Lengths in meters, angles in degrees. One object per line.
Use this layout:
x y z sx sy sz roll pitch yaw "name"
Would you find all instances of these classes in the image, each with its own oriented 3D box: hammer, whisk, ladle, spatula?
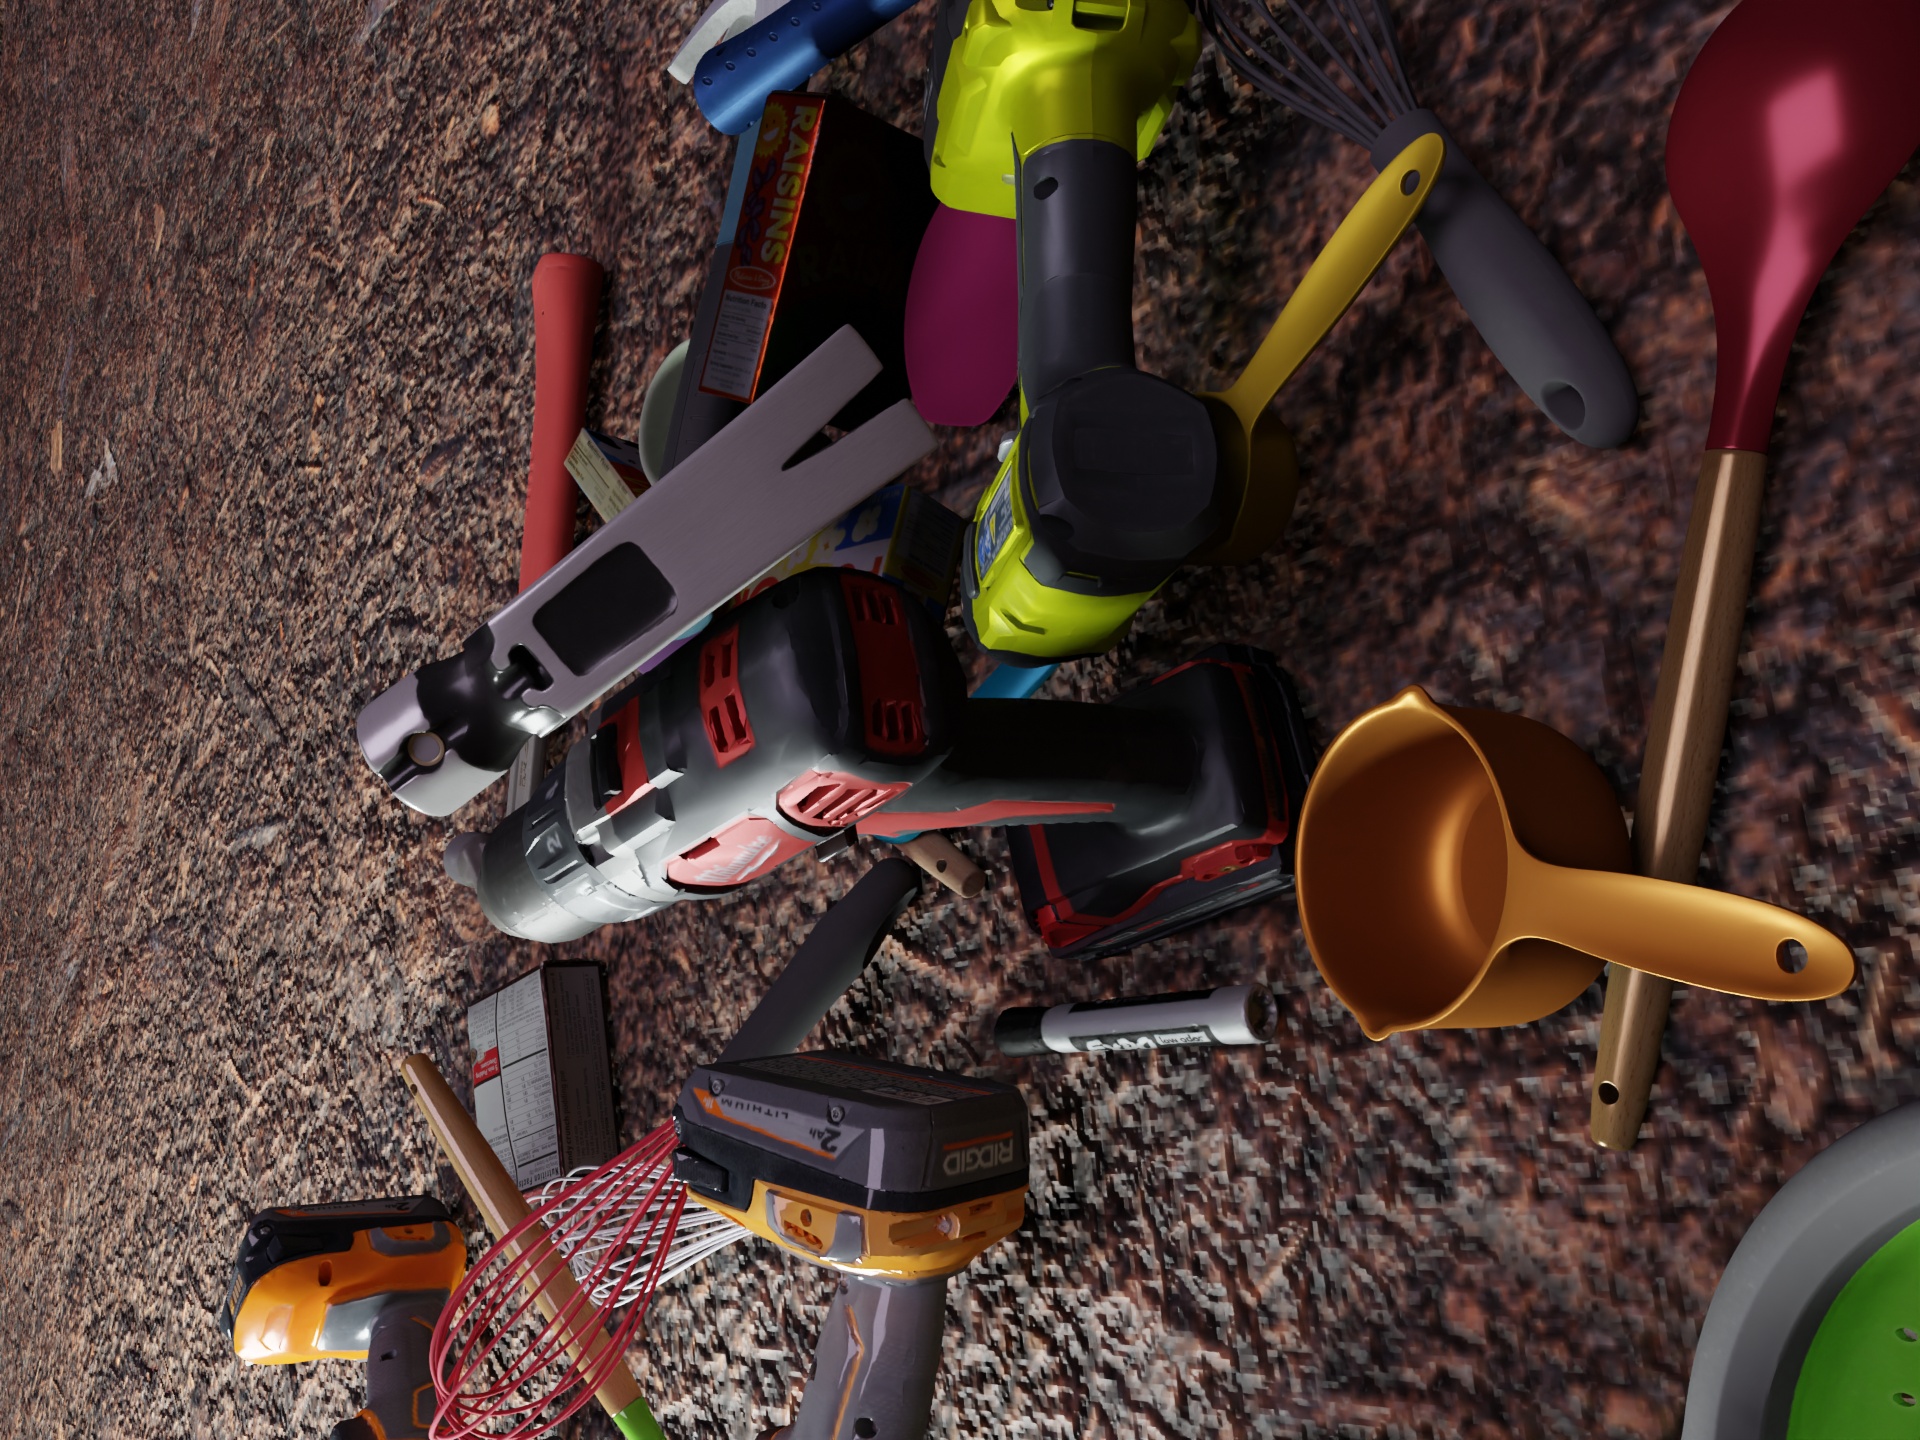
-0.225 -0.078 0.876 0.149 0.036 0.359 2 87 48 "hammer"
0.134 -0.173 0.485 0.055 0.055 0.239 -44 59 35 "whisk"
0.195 -0.043 0.411 0.069 0.031 0.315 13 96 50 "ladle"
-0.085 -0.003 0.722 0.316 0.018 0.060 36 103 45 "spatula"
-0.099 -0.197 0.710 0.128 0.033 0.331 4 79 39 "hammer"
-0.098 0.211 0.681 0.284 0.070 0.070 -23 68 39 "whisk"
-0.069 -0.068 0.508 0.146 0.335 0.035 -36 100 10 "hammer"
-0.114 0.173 0.639 0.296 0.073 0.073 -51 46 -2 "whisk"
0.046 -0.310 0.556 0.405 0.035 0.144 -12 57 42 "hammer"

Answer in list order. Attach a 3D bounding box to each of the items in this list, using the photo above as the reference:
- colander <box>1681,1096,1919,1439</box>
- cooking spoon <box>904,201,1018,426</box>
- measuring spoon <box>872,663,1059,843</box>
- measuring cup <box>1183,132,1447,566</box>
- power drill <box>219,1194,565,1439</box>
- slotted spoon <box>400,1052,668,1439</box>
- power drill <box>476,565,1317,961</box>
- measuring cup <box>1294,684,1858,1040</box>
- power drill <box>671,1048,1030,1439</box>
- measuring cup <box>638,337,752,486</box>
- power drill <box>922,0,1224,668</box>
0.203 0.183 0.336 0.397 0.094 0.205 144 123 -60 "colander"
0.028 -0.276 0.636 0.069 0.017 0.319 15 96 39 "cooking spoon"
-0.001 -0.002 0.612 0.128 0.021 0.042 -45 49 23 "measuring spoon"
0.109 -0.111 0.497 0.156 0.029 0.062 -56 42 38 "measuring cup"
-0.305 0.347 0.810 0.227 0.164 0.084 39 114 46 "power drill"
-0.156 0.273 0.687 0.314 0.031 0.070 52 123 15 "slotted spoon"
-0.018 0.028 0.485 0.188 0.226 0.080 -30 63 42 "power drill"
0.155 0.043 0.393 0.174 0.052 0.095 11 95 64 "measuring cup"
-0.060 0.237 0.566 0.185 0.084 0.226 0 86 40 "power drill"
-0.089 -0.124 0.732 0.168 0.038 0.083 31 104 41 "measuring cup"
0.031 -0.134 0.535 0.171 0.080 0.223 128 143 -73 "power drill"
